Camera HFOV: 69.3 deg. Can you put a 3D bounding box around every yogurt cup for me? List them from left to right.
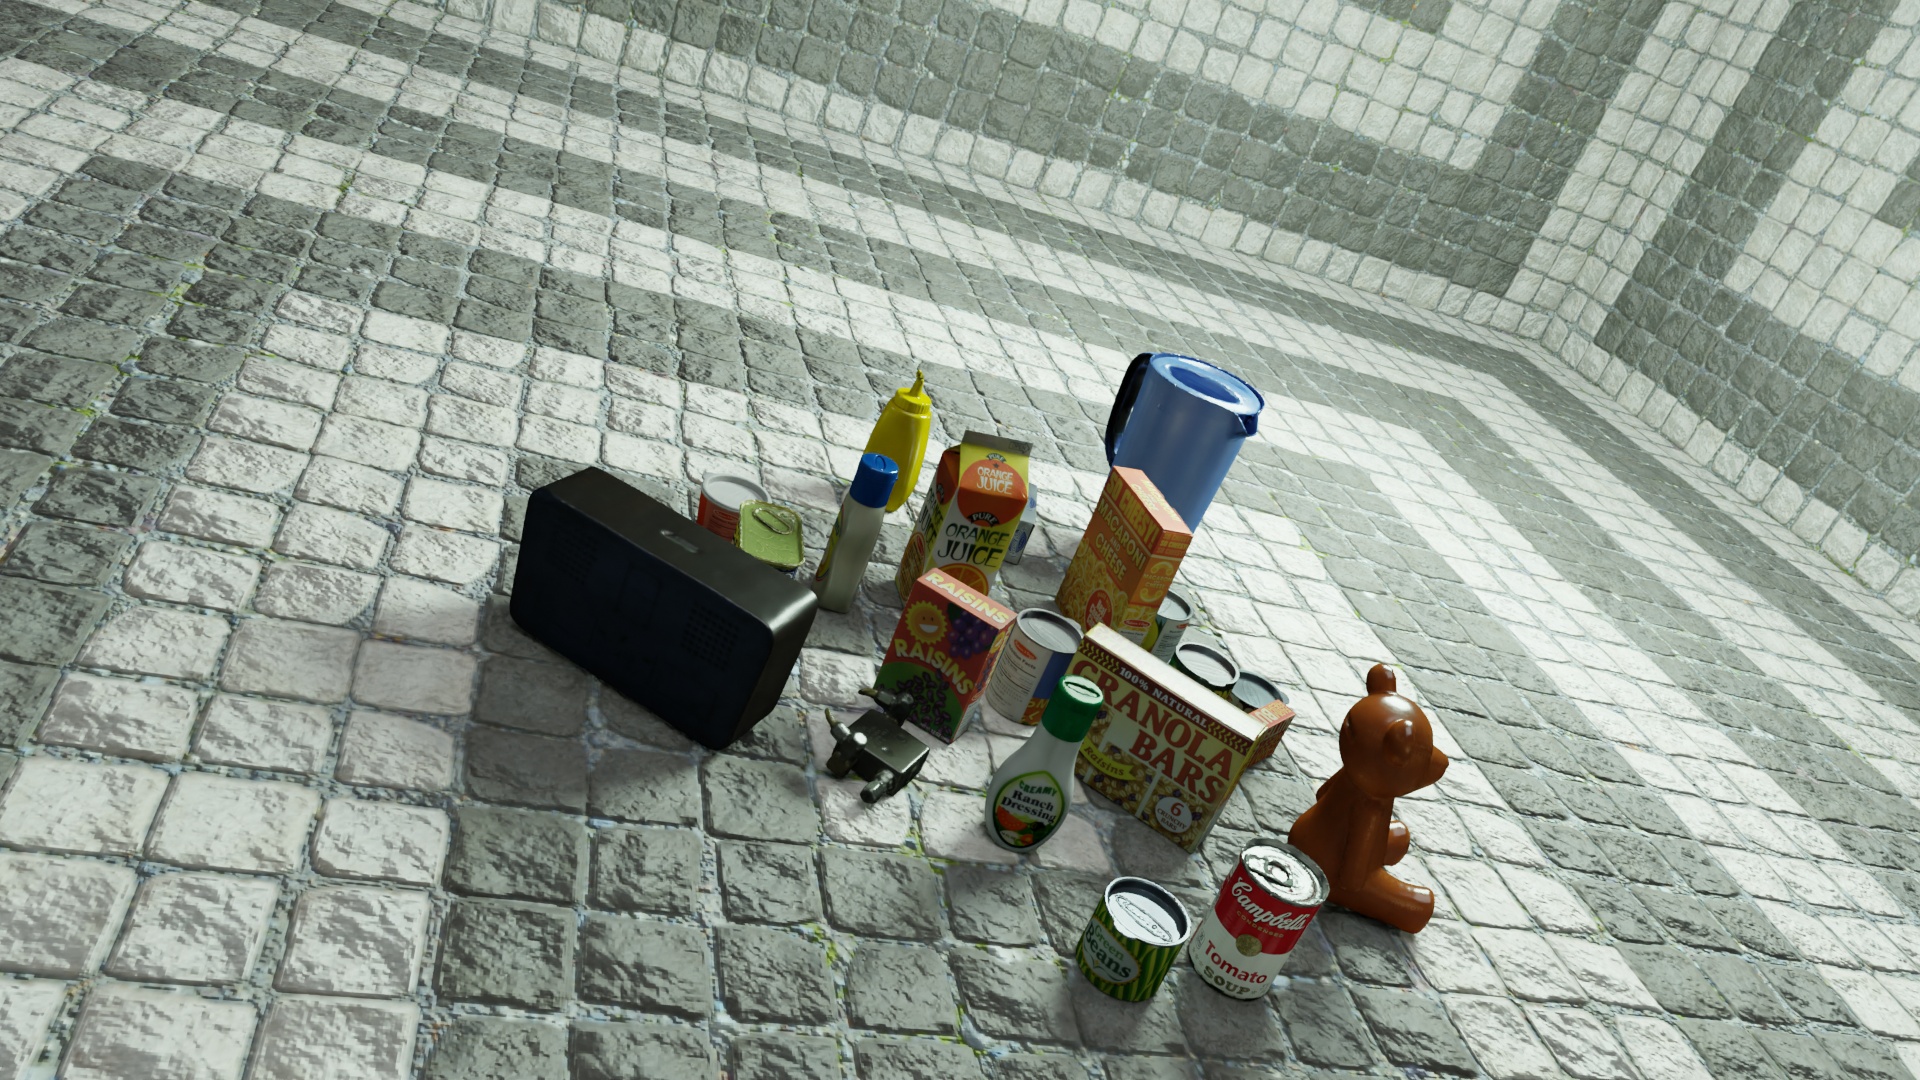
[{"bbox_3d":[-0.219,-0.024,1.319,0.072,0.053,0.073,17,27,-9],"label":"yogurt cup"}]

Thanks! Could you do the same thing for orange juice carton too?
[{"bbox_3d":[0.005,-0.017,1.316,0.072,0.191,0.073,11,28,-21],"label":"orange juice carton"}]

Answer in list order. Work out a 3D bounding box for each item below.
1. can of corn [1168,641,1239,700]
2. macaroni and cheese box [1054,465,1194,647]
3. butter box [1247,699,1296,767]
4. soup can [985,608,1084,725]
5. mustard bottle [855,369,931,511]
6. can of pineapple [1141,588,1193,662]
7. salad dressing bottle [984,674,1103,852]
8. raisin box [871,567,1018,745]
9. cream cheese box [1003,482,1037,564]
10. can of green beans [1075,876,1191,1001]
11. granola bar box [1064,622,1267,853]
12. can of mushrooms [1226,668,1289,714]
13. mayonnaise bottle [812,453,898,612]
[{"bbox_3d":[0.227,0.141,1.338,0.071,0.058,0.071,17,27,-9],"label":"can of corn"},{"bbox_3d":[0.159,0.028,1.378,0.040,0.165,0.124,8,29,-26],"label":"macaroni and cheese box"},{"bbox_3d":[0.270,0.186,1.293,0.024,0.053,0.104,37,30,29],"label":"butter box"},{"bbox_3d":[0.069,0.113,1.243,0.071,0.083,0.072,17,26,-9],"label":"soup can"},{"bbox_3d":[-0.063,-0.110,1.478,0.065,0.159,0.049,25,26,7],"label":"mustard bottle"},{"bbox_3d":[0.196,0.084,1.423,0.071,0.057,0.071,17,27,-9],"label":"can of pineapple"},{"bbox_3d":[0.065,0.170,1.061,0.064,0.147,0.044,21,26,-3],"label":"salad dressing bottle"},{"bbox_3d":[-0.015,0.097,1.167,0.086,0.122,0.040,30,27,16],"label":"raisin box"},{"bbox_3d":[0.064,-0.021,1.525,0.024,0.053,0.104,19,26,-5],"label":"cream cheese box"},{"bbox_3d":[0.123,0.284,0.991,0.071,0.057,0.071,17,27,-9],"label":"can of green beans"},{"bbox_3d":[0.155,0.165,1.166,0.166,0.123,0.039,32,28,19],"label":"granola bar box"},{"bbox_3d":[0.287,0.161,1.374,0.071,0.033,0.071,17,27,-9],"label":"can of mushrooms"},{"bbox_3d":[-0.097,-0.009,1.276,0.041,0.147,0.065,14,27,-15],"label":"mayonnaise bottle"}]
